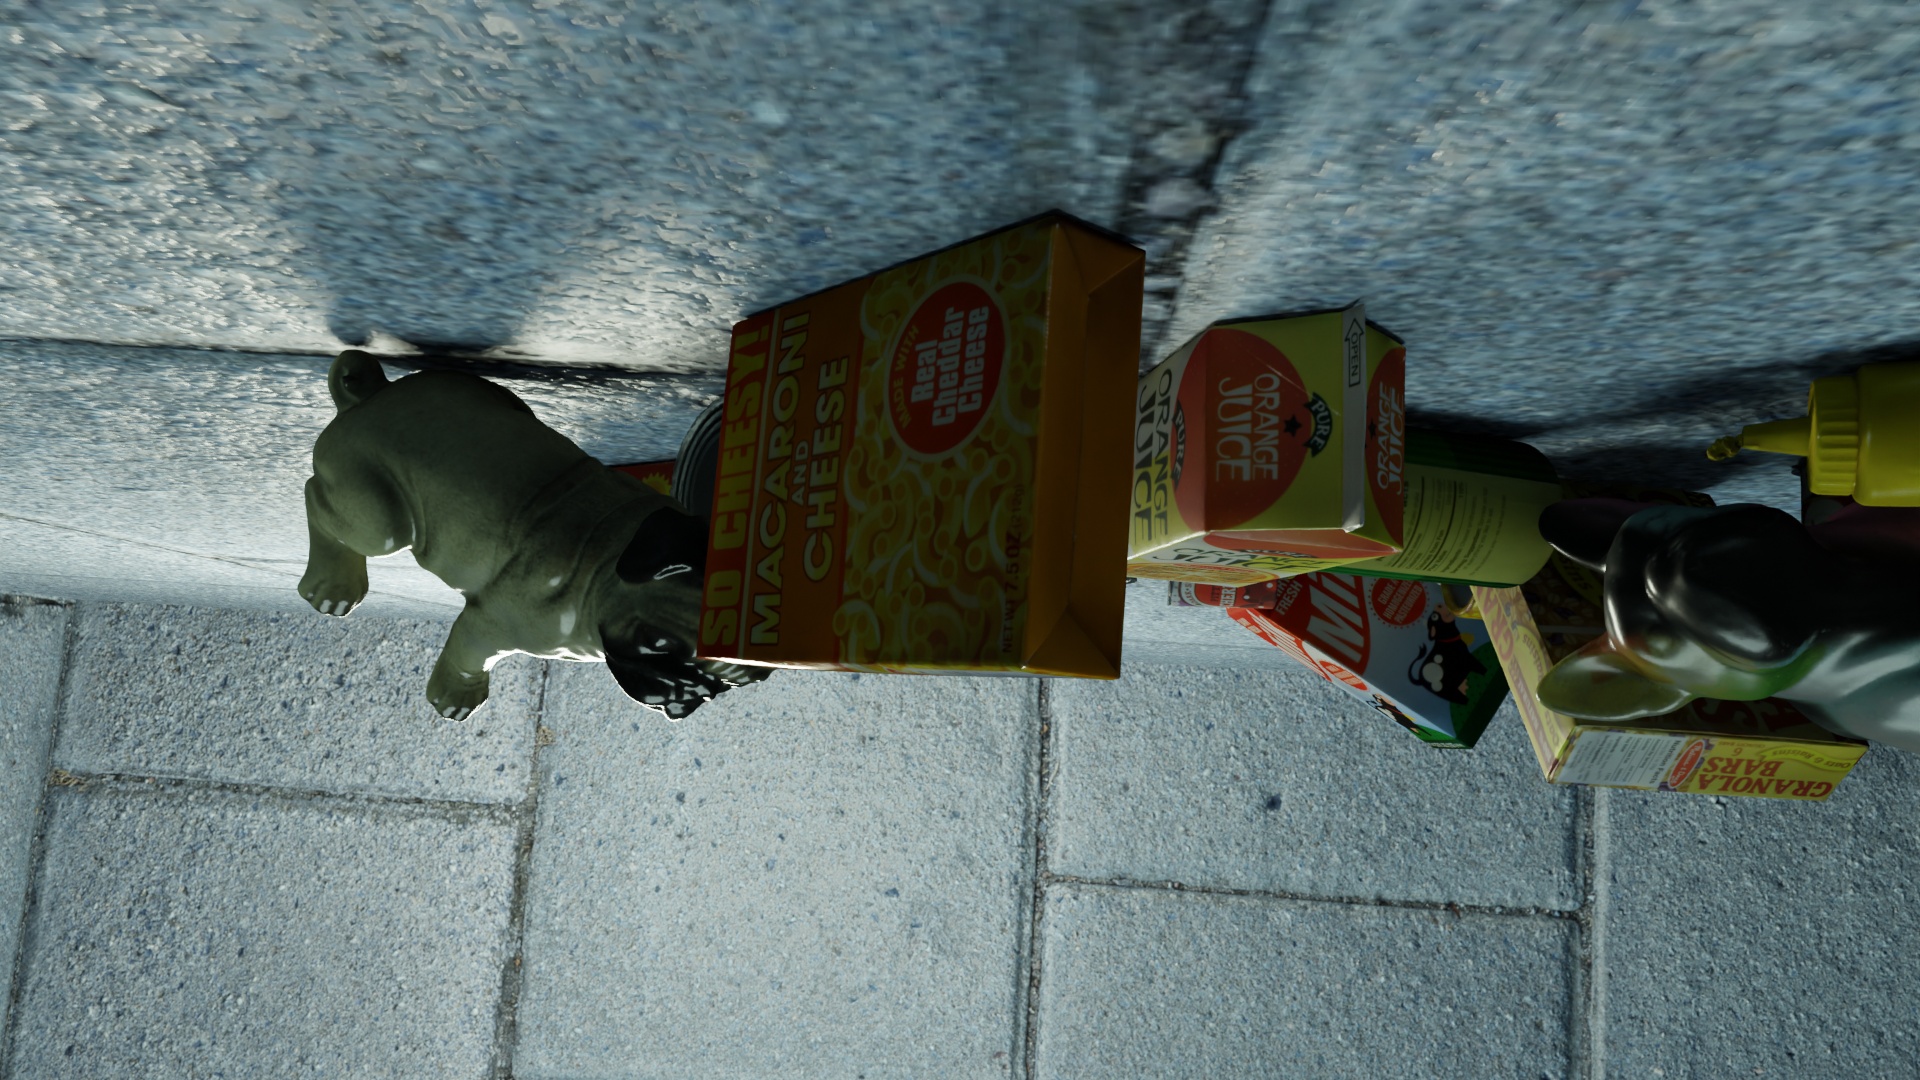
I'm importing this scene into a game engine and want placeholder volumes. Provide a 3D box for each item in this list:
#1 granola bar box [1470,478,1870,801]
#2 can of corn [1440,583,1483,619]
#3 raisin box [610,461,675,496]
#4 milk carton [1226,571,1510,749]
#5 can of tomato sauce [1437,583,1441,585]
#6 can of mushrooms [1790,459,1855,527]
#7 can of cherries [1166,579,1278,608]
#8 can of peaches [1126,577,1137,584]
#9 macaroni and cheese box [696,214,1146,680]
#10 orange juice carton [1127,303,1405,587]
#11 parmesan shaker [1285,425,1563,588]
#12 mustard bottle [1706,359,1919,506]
[{"bbox_3d":[0.306,0.037,0.629,0.124,0.166,0.038,5,131,-4],"label":"granola bar box"},{"bbox_3d":[0.294,0.012,0.739,0.058,0.071,0.071,5,172,-1],"label":"can of corn"},{"bbox_3d":[-0.191,0.000,0.813,0.123,0.086,0.040,-2,165,37],"label":"raisin box"},{"bbox_3d":[0.228,0.042,0.823,0.191,0.073,0.072,33,174,6],"label":"milk carton"},{"bbox_3d":[0.330,0.030,0.865,0.071,0.071,0.083,5,171,-8],"label":"can of tomato sauce"},{"bbox_3d":[0.398,-0.018,0.599,0.071,0.033,0.071,3,172,0],"label":"can of mushrooms"},{"bbox_3d":[0.143,0.006,0.760,0.058,0.071,0.071,2,172,8],"label":"can of cherries"},{"bbox_3d":[0.062,-0.008,0.740,0.071,0.058,0.071,3,172,0],"label":"can of peaches"},{"bbox_3d":[-0.019,-0.020,0.435,0.040,0.124,0.166,12,169,-39],"label":"macaroni and cheese box"},{"bbox_3d":[0.106,-0.028,0.515,0.073,0.072,0.192,5,173,-10],"label":"orange juice carton"},{"bbox_3d":[0.190,-0.013,0.590,0.103,0.071,0.071,6,172,-19],"label":"parmesan shaker"},{"bbox_3d":[0.328,-0.035,0.441,0.160,0.049,0.065,0,175,27],"label":"mustard bottle"}]
